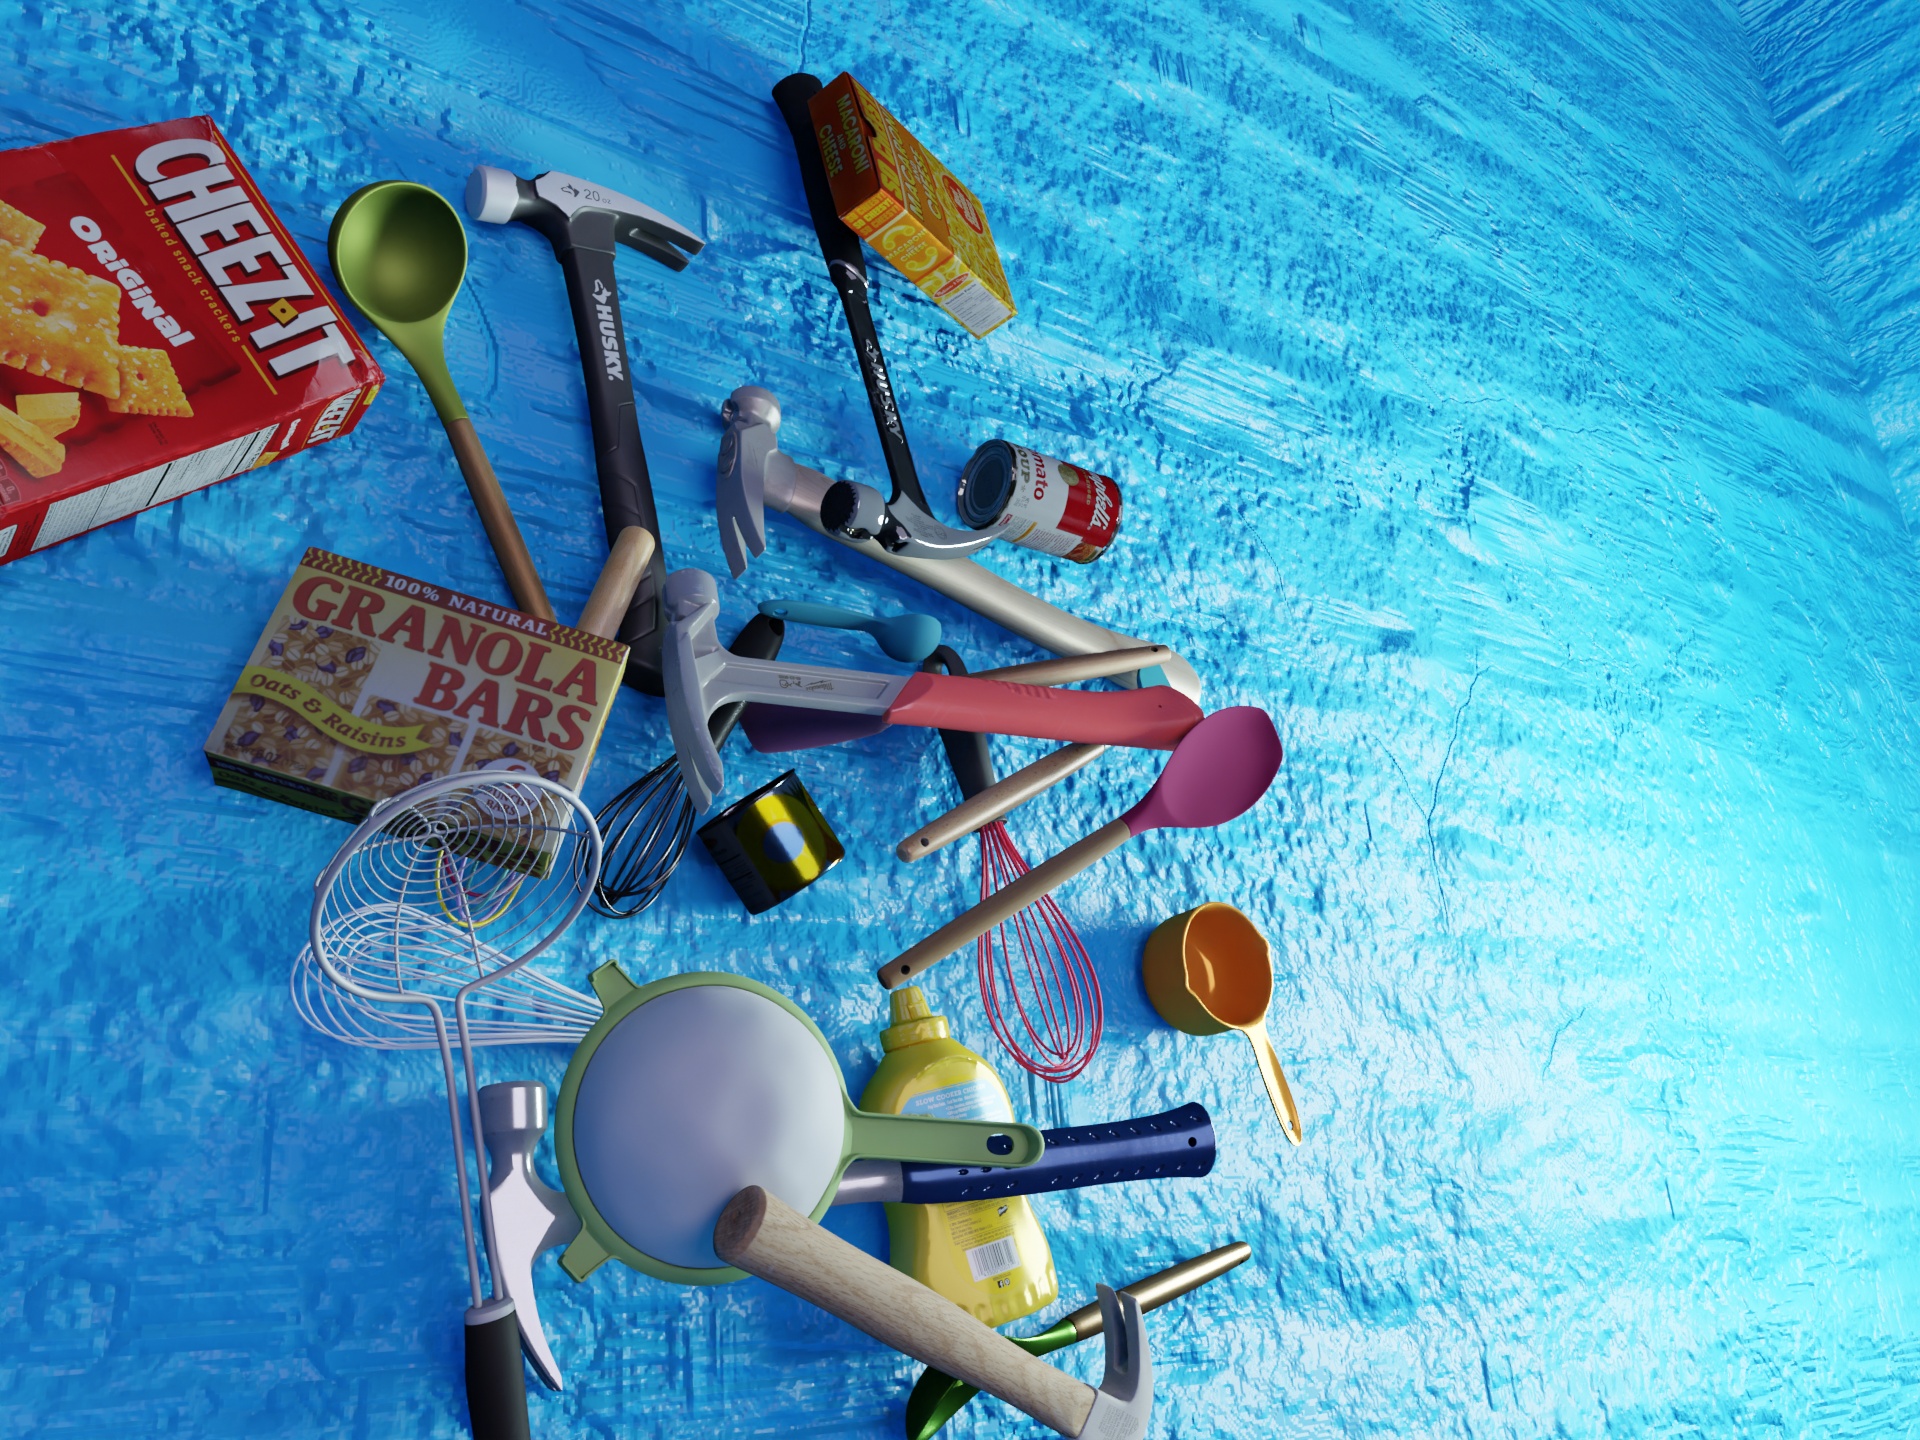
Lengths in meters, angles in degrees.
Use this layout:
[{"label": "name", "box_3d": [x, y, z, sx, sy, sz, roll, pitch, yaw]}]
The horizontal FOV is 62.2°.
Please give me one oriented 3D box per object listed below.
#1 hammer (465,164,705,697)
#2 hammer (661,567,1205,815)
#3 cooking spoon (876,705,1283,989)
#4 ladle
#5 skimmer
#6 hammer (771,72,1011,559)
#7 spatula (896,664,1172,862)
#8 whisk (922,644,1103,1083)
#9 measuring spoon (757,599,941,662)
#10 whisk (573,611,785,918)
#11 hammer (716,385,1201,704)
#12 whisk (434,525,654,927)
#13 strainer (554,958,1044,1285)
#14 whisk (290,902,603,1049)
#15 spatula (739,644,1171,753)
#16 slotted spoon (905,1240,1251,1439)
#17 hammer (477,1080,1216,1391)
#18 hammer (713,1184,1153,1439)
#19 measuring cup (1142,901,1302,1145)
[{"label": "hammer", "box_3d": [-0.202, -0.174, 0.957, 0.146, 0.035, 0.335, 0, 71, -39]}, {"label": "hammer", "box_3d": [-0.002, -0.003, 0.950, 0.358, 0.036, 0.149, 6, 52, -30]}, {"label": "cooking spoon", "box_3d": [0.081, 0.079, 0.986, 0.319, 0.017, 0.068, -30, 102, -24]}, {"label": "ladle", "box_3d": [-0.264, -0.145, 0.879, 0.078, 0.062, 0.320, -22, 88, -39]}, {"label": "skimmer", "box_3d": [-0.202, 0.203, 0.690, 0.127, 0.090, 0.363, -7, 91, -38]}, {"label": "hammer", "box_3d": [-0.067, -0.284, 1.083, 0.149, 0.036, 0.409, 11, 56, -45]}, {"label": "spatula", "box_3d": [0.065, 0.029, 1.031, 0.317, 0.044, 0.082, -26, 90, -42]}, {"label": "whisk", "box_3d": [0.024, 0.086, 1.014, 0.073, 0.073, 0.296, -1, 66, -40]}, {"label": "measuring spoon", "box_3d": [-0.067, -0.054, 0.987, 0.128, 0.042, 0.021, 8, 58, -33]}, {"label": "whisk", "box_3d": [-0.153, 0.016, 0.909, 0.055, 0.055, 0.239, 41, 46, -18]}, {"label": "hammer", "box_3d": [0.014, -0.081, 1.078, 0.410, 0.038, 0.146, 25, 42, -32]}, {"label": "whisk", "box_3d": [-0.216, -0.004, 0.844, 0.047, 0.051, 0.245, 28, 62, -18]}, {"label": "strainer", "box_3d": [-0.065, 0.201, 0.782, 0.256, 0.069, 0.152, 10, 69, -21]}, {"label": "whisk", "box_3d": [-0.196, 0.152, 0.806, 0.284, 0.070, 0.070, 22, 58, -37]}, {"label": "spatula", "box_3d": [0.005, -0.023, 1.025, 0.316, 0.018, 0.060, -10, 51, -28]}, {"label": "slotted spoon", "box_3d": [0.079, 0.358, 0.949, 0.313, 0.070, 0.031, -3, 36, -45]}, {"label": "hammer", "box_3d": [-0.043, 0.248, 0.838, 0.405, 0.035, 0.144, 1, 71, -25]}, {"label": "hammer", "box_3d": [-0.002, 0.313, 0.808, 0.331, 0.031, 0.130, 44, 63, -35]}, {"label": "measuring cup", "box_3d": [0.182, 0.212, 1.093, 0.095, 0.052, 0.173, -18, 85, -43]}]
